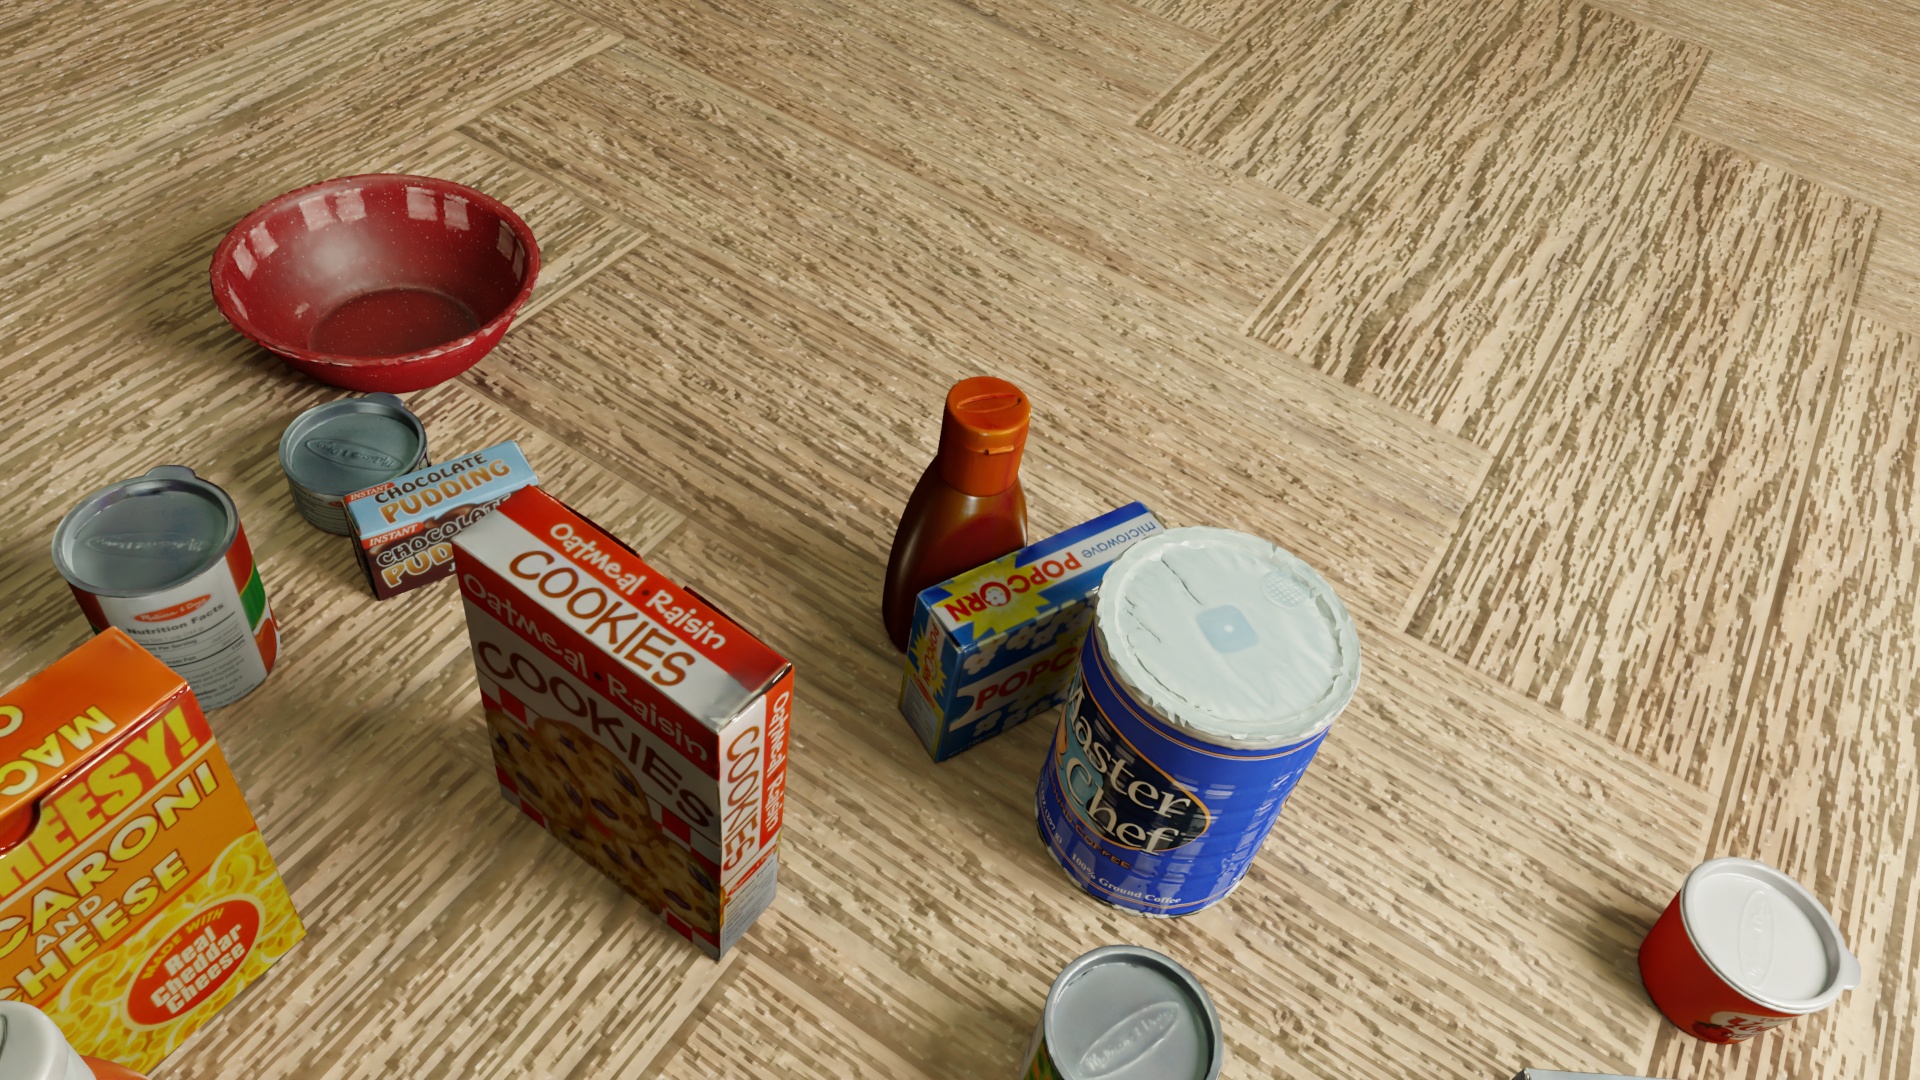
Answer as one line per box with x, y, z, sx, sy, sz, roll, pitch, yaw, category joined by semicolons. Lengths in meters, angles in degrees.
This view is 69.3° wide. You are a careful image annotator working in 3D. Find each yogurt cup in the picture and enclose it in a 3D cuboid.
0.326;0.176;0.587;0.072;0.053;0.073;5;48;-6;yogurt cup

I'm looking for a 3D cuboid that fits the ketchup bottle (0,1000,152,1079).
-0.263;0.183;0.409;0.043;0.148;0.065;3;48;-8;ketchup bottle

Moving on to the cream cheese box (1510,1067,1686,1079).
0.256;0.225;0.530;0.104;0.053;0.024;6;48;-5;cream cheese box

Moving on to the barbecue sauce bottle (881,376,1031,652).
0.002;-0.008;0.630;0.065;0.147;0.044;-9;51;-18;barbecue sauce bottle

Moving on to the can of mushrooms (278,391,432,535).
-0.293;-0.038;0.680;0.071;0.033;0.071;5;48;-6;can of mushrooms

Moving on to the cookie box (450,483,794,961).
-0.124;0.073;0.521;0.123;0.166;0.040;32;51;17;cookie box

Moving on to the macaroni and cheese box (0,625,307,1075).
-0.289;0.123;0.446;0.040;0.165;0.124;31;50;17;macaroni and cheese box

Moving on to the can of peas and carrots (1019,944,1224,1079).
0.060;0.196;0.517;0.071;0.058;0.071;5;48;-6;can of peas and carrots

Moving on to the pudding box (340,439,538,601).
-0.241;-0.010;0.654;0.084;0.049;0.030;-23;56;-27;pudding box

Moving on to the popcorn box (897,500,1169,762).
0.037;0.041;0.635;0.127;0.084;0.038;-22;56;-27;popcorn box

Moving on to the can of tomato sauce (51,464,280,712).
-0.331;0.022;0.585;0.071;0.082;0.071;5;48;-6;can of tomato sauce
